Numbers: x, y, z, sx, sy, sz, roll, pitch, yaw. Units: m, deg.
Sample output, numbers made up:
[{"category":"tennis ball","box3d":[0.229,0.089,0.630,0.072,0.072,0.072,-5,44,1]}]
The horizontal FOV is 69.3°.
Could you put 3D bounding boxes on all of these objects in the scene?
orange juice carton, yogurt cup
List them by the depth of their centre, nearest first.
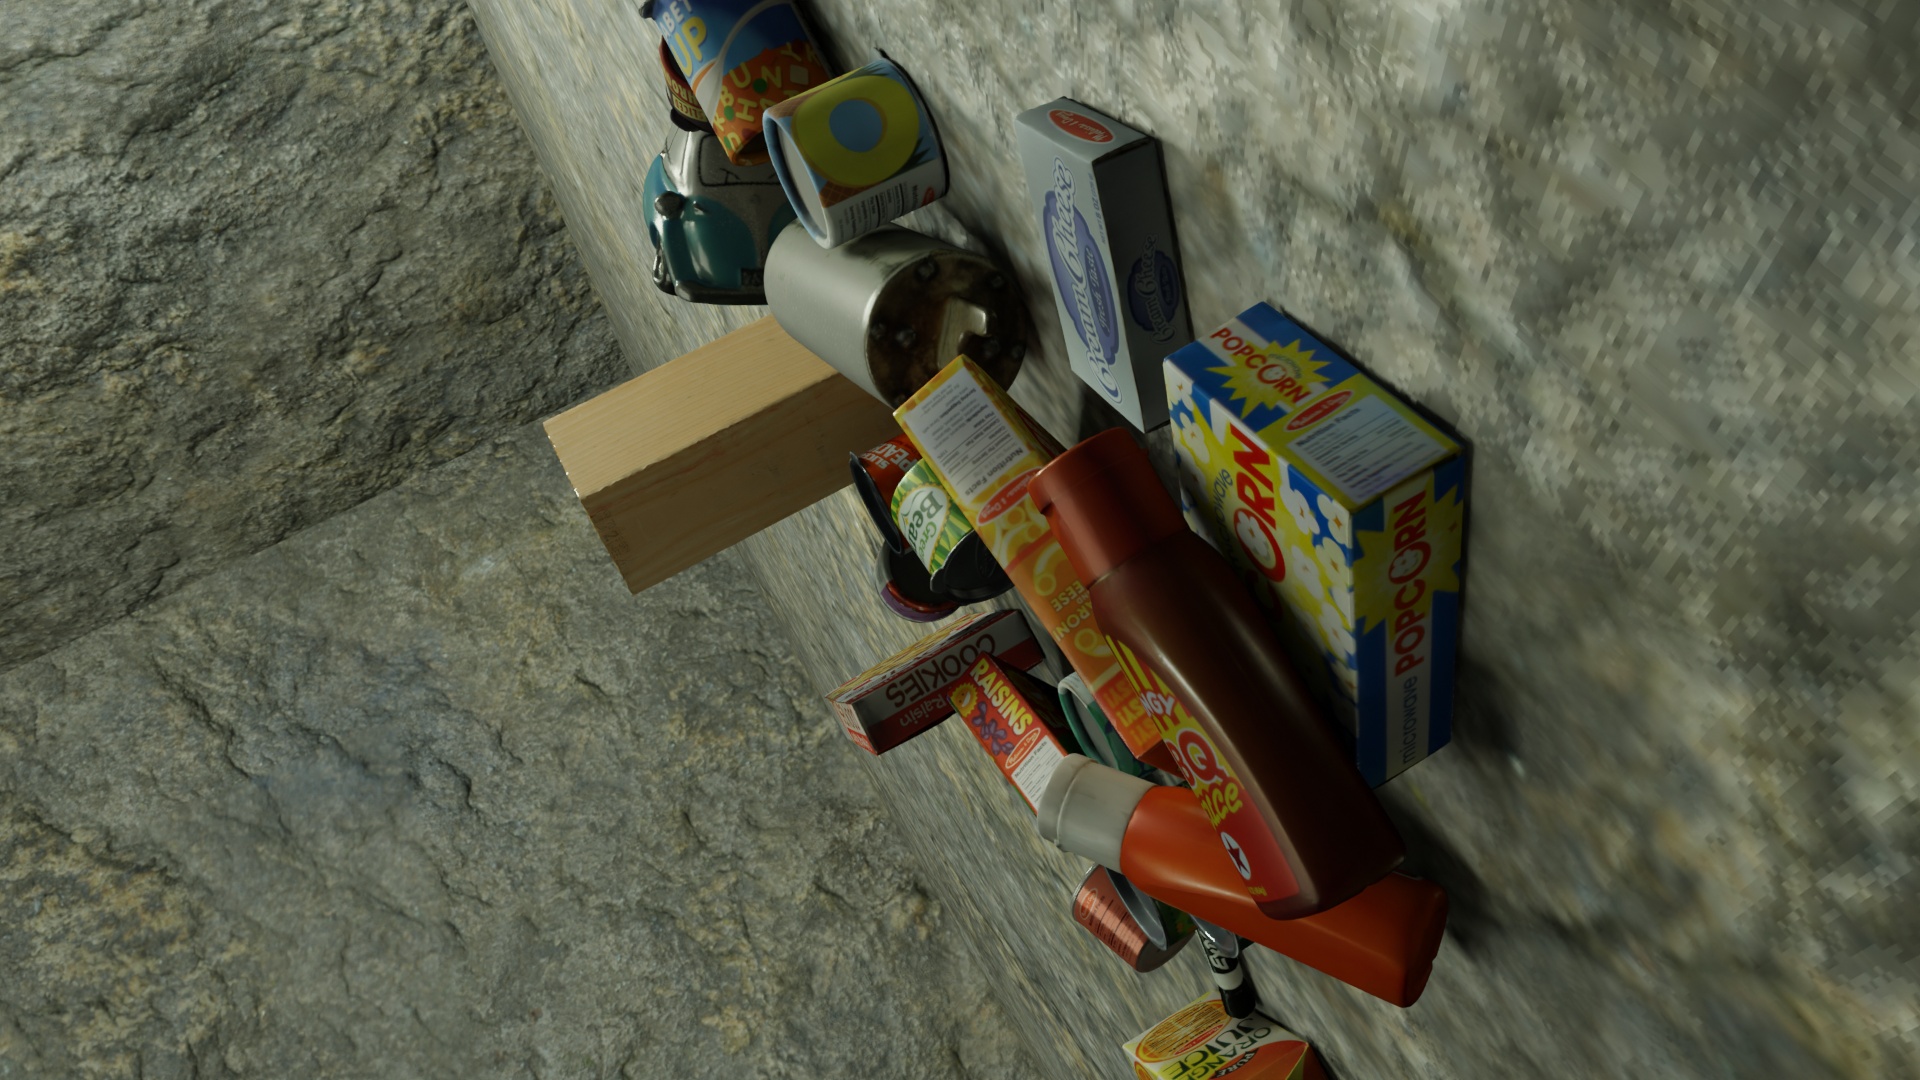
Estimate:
[{"category":"orange juice carton","box3d":[0.164,0.322,0.789,0.072,0.073,0.192,62,168,1]},{"category":"yogurt cup","box3d":[0.107,0.217,0.824,0.054,0.072,0.072,42,159,36]}]

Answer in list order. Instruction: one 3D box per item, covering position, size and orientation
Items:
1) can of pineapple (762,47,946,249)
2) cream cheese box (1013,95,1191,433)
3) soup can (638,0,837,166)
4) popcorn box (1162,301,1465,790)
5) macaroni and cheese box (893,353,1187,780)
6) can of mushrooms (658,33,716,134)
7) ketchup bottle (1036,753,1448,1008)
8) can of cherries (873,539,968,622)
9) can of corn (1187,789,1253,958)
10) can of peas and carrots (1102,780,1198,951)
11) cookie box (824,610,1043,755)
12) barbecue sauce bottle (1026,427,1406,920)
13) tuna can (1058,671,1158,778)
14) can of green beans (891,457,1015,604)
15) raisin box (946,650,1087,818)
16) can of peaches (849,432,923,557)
[{"category":"can of pineapple","box3d":[-0.048,-0.171,0.610,0.071,0.058,0.070,58,167,21]},{"category":"cream cheese box","box3d":[0.050,-0.091,0.462,0.053,0.024,0.103,50,163,50]},{"category":"soup can","box3d":[-0.104,-0.233,0.674,0.083,0.071,0.071,62,168,-2]},{"category":"popcorn box","box3d":[0.104,0.005,0.412,0.085,0.038,0.126,52,164,45]},{"category":"macaroni and cheese box","box3d":[0.055,0.016,0.540,0.167,0.040,0.123,55,-169,28]},{"category":"can of mushrooms","box3d":[-0.126,-0.249,0.732,0.071,0.071,0.033,59,166,15]},{"category":"ketchup bottle","box3d":[0.100,0.121,0.514,0.149,0.043,0.064,18,161,29]},{"category":"can of cherries","box3d":[-0.019,0.018,0.905,0.071,0.071,0.058,60,167,7]},{"category":"can of corn","box3d":[0.119,0.130,0.584,0.071,0.058,0.071,57,167,21]},{"category":"can of peas and carrots","box3d":[0.108,0.159,0.695,0.071,0.059,0.070,57,166,22]},{"category":"cookie box","box3d":[-0.023,0.094,0.942,0.040,0.123,0.167,61,168,-2]},{"category":"barbecue sauce bottle","box3d":[0.072,0.037,0.414,0.148,0.044,0.064,60,170,10]},{"category":"tuna can","box3d":[0.082,0.097,0.727,0.071,0.033,0.070,58,167,21]},{"category":"can of green beans","box3d":[0.005,-0.010,0.732,0.058,0.071,0.071,54,166,34]},{"category":"raisin box","box3d":[0.055,0.124,0.802,0.086,0.040,0.124,30,-167,-41]},{"category":"can of peaches","box3d":[-0.026,-0.034,0.828,0.071,0.058,0.071,58,168,21]}]
